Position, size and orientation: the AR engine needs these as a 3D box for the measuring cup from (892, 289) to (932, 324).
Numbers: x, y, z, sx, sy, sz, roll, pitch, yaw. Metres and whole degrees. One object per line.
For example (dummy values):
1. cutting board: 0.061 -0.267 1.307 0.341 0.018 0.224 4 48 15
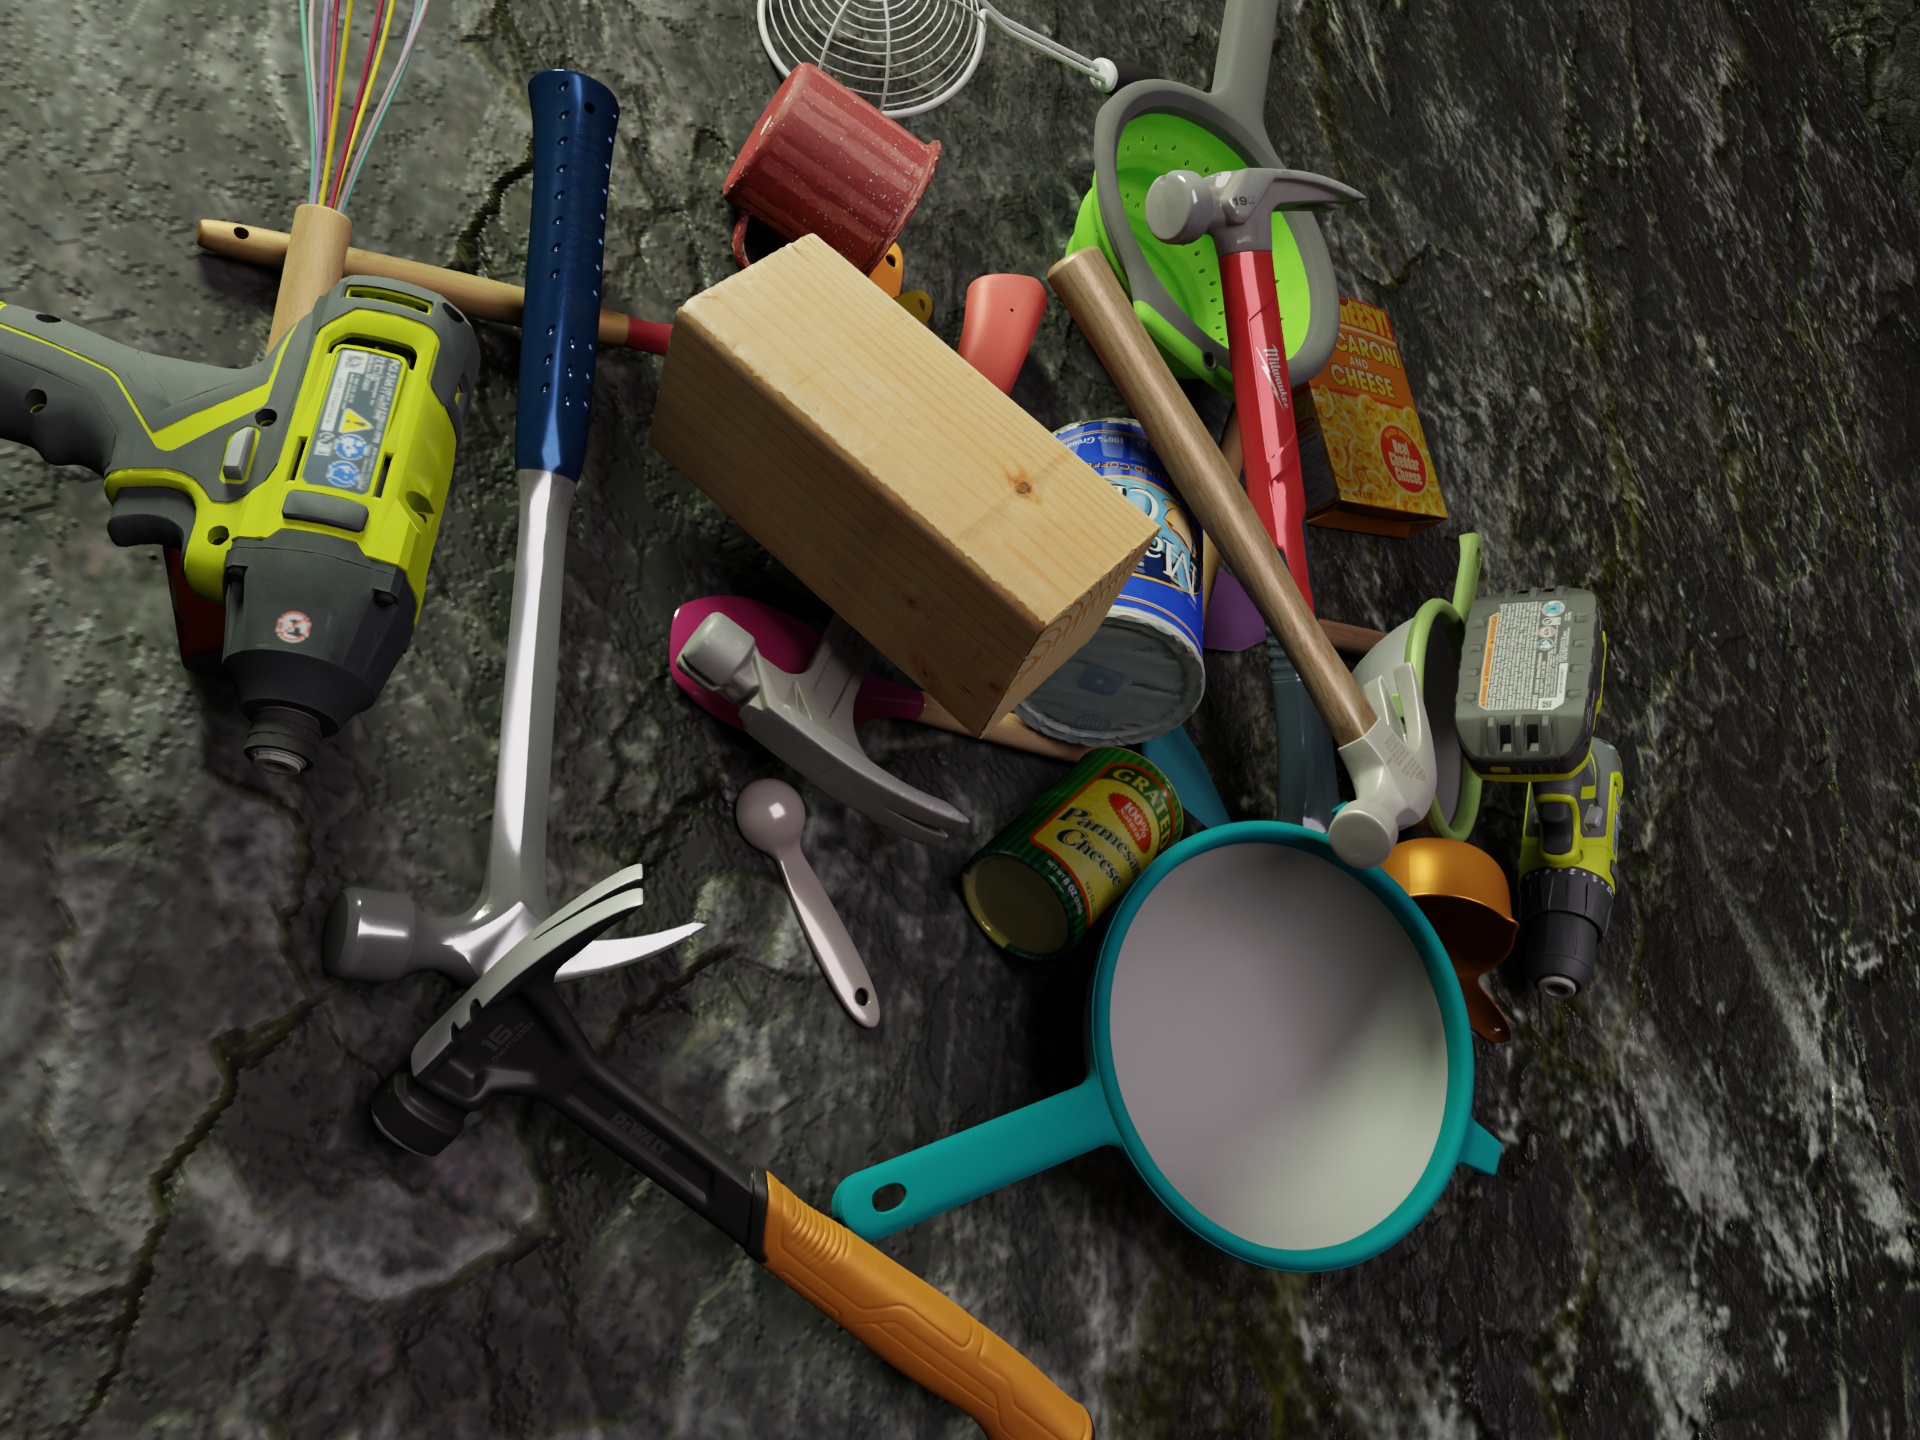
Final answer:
1. measuring cup: -0.037 -0.205 0.831 0.062 0.029 0.156 67 31 -18

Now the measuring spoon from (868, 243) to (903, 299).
1. measuring spoon: -0.044 -0.219 0.866 0.021 0.011 0.117 27 56 -28

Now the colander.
1. colander: 0.147 -0.347 1.021 0.204 0.094 0.397 30 55 -27

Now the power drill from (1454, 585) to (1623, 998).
1. power drill: 0.375 0.046 1.011 0.228 0.080 0.191 59 40 -41

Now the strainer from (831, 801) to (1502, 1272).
1. strainer: 0.085 0.177 0.762 0.340 0.095 0.211 -15 79 -25

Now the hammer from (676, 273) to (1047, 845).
1. hammer: -0.011 -0.110 0.815 0.149 0.036 0.359 36 49 -16

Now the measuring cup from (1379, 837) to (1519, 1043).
1. measuring cup: 0.301 0.134 0.965 0.173 0.095 0.052 50 37 -38

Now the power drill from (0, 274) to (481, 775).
1. power drill: -0.283 -0.077 0.507 0.223 0.080 0.171 10 64 -10

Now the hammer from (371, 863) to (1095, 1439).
1. hammer: -0.057 0.201 0.627 0.127 0.034 0.336 -44 112 4

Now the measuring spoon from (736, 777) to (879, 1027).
1. measuring spoon: -0.063 0.081 0.717 0.034 0.018 0.124 -26 90 -43

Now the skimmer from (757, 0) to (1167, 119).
1. skimmer: 0.033 -0.404 0.998 0.363 0.090 0.127 -5 72 -51

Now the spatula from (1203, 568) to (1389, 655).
1. spatula: 0.227 -0.059 1.016 0.315 0.018 0.060 8 67 -36

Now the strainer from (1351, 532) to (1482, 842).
1. strainer: 0.289 -0.034 1.016 0.151 0.069 0.256 61 37 -35

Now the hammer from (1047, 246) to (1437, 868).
1. hammer: 0.144 -0.092 0.804 0.331 0.031 0.130 58 37 -3

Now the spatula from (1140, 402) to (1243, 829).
1. spatula: 0.147 -0.074 0.922 0.082 0.044 0.318 38 53 -31

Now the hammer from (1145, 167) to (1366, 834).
1. hammer: 0.191 -0.111 0.897 0.143 0.038 0.386 -12 97 -34

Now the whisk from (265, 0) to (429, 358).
1. whisk: -0.256 -0.226 0.644 0.051 0.047 0.245 14 78 -34

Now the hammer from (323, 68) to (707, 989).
1. hammer: -0.170 -0.089 0.669 0.144 0.035 0.406 12 69 -36

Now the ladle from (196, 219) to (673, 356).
1. ladle: -0.180 -0.185 0.732 0.315 0.031 0.069 5 71 -36

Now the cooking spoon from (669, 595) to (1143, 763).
1. cooking spoon: -0.001 -0.003 0.803 0.318 0.017 0.069 15 63 -34
